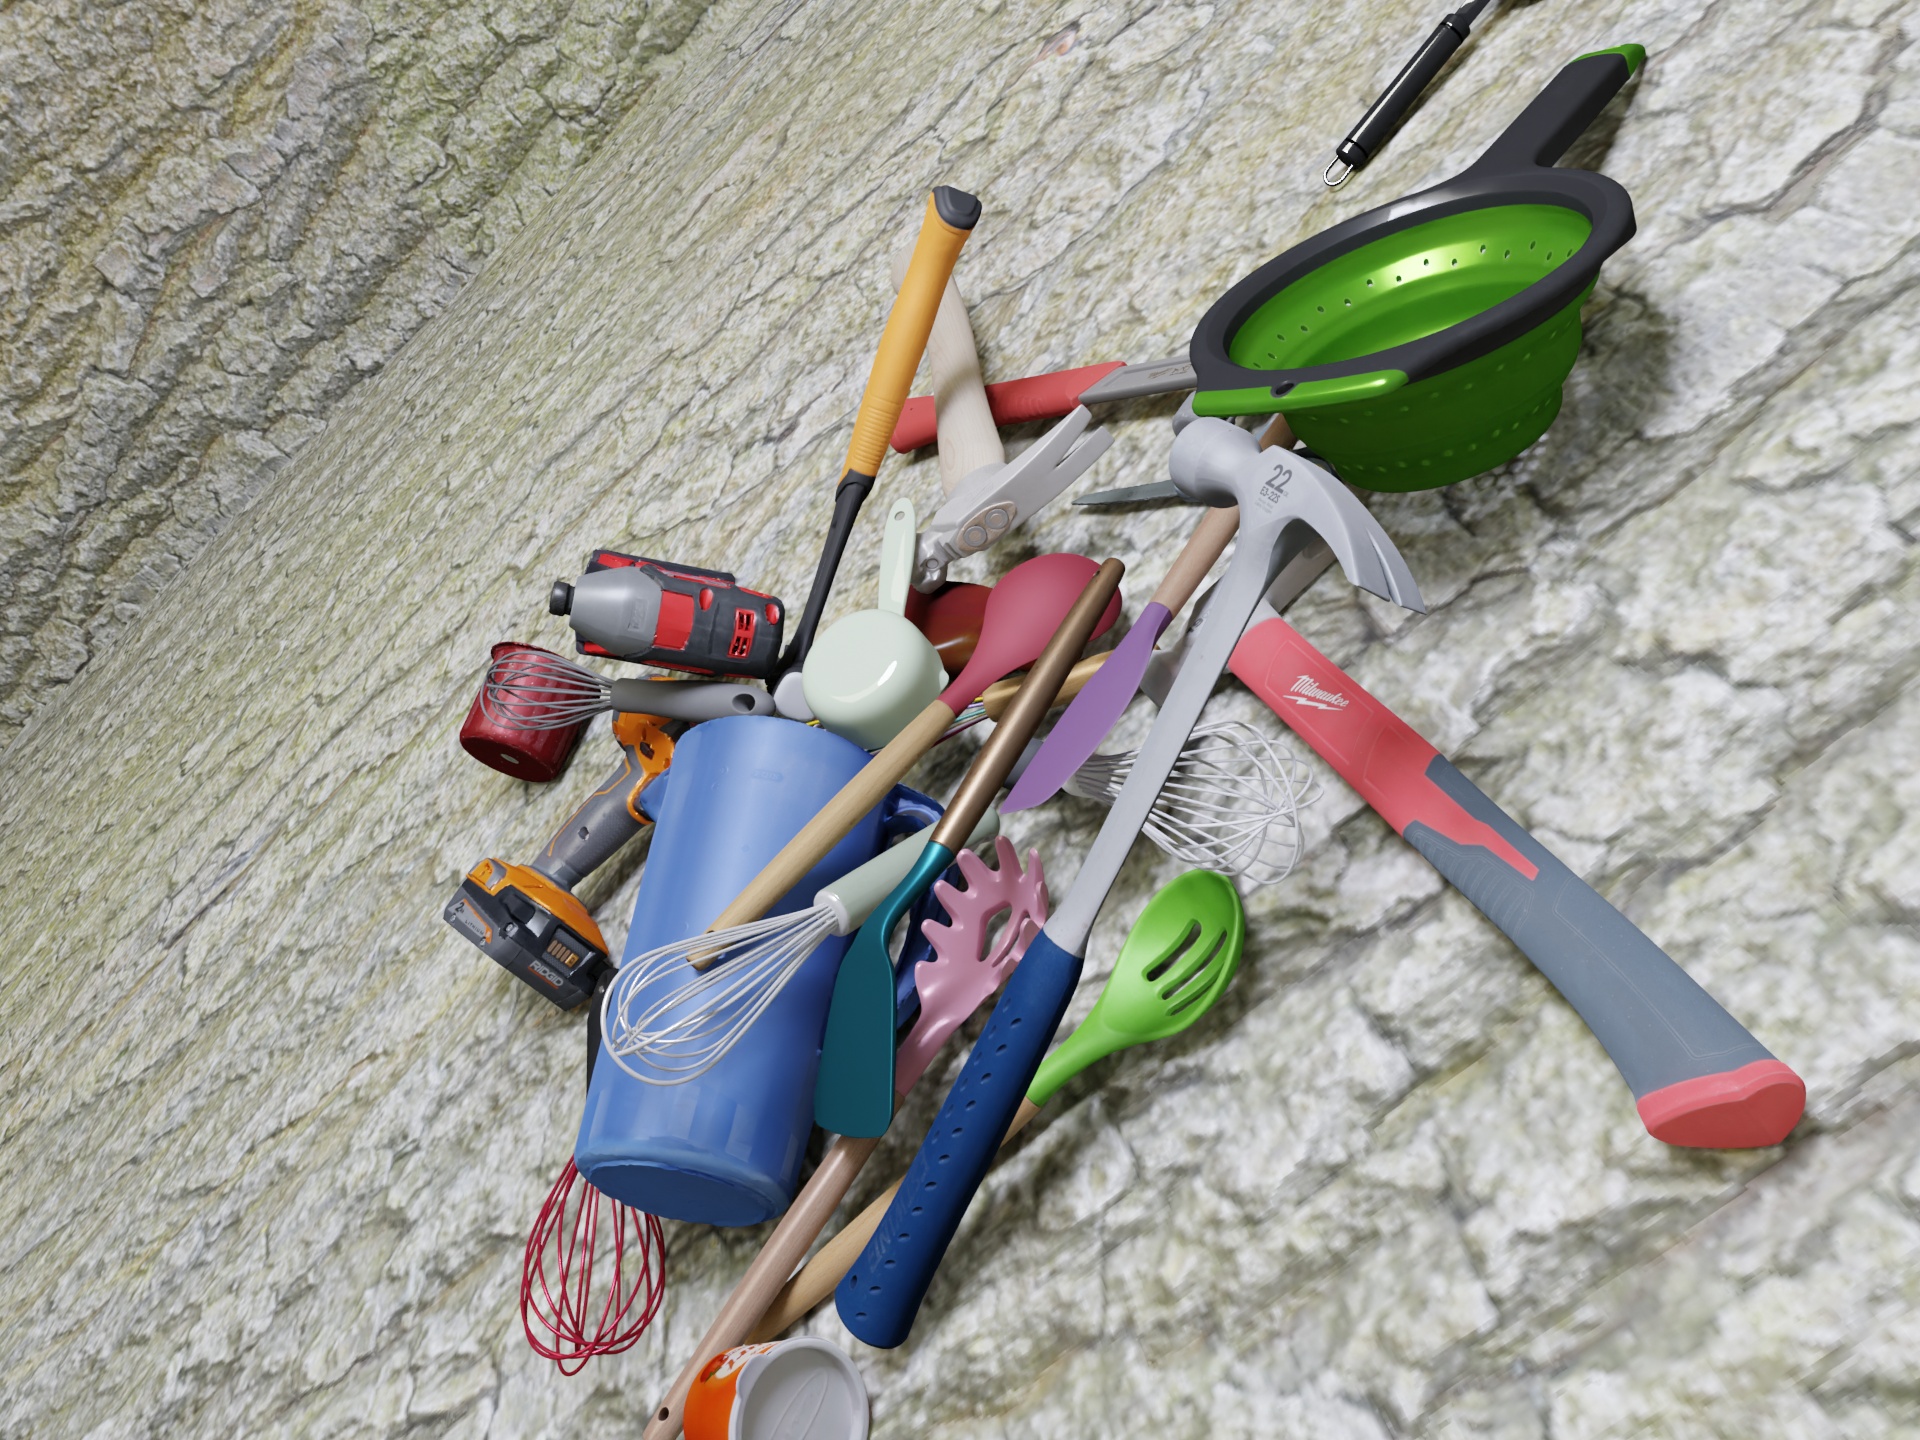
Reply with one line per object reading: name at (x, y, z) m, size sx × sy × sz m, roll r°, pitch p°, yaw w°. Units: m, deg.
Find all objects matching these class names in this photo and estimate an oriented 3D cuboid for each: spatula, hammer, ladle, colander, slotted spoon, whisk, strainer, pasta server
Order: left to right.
whisk at (-0.197, 0.232, 0.876) m, size 0.073 × 0.073 × 0.296 m, roll -40°, pitch 28°, yaw 13°
whisk at (-0.220, -0.014, 1.033) m, size 0.239 × 0.055 × 0.055 m, roll 4°, pitch 57°, yaw 29°
whisk at (-0.067, 0.097, 0.758) m, size 0.246 × 0.059 × 0.058 m, roll -29°, pitch -5°, yaw -39°
pasta server at (-0.051, 0.192, 0.743) m, size 0.060 × 0.040 × 0.316 m, roll 19°, pitch 66°, yaw 41°
hammer at (-0.060, -0.171, 1.009) m, size 0.127 × 0.034 × 0.336 m, roll -120°, pitch 48°, yaw -67°
ladle at (-0.026, 0.012, 0.814) m, size 0.069 × 0.031 × 0.315 m, roll 32°, pitch 64°, yaw 28°
whisk at (0.000, -0.002, 0.888) m, size 0.245 × 0.047 × 0.051 m, roll -16°, pitch 11°, yaw 24°
hammer at (0.003, -0.245, 1.075) m, size 0.146 × 0.038 × 0.411 m, roll -36°, pitch 34°, yaw 20°
spatula at (0.011, 0.048, 0.763) m, size 0.318 × 0.044 × 0.082 m, roll -58°, pitch 18°, yaw -23°
slotted spoon at (0.013, 0.182, 0.713) m, size 0.313 × 0.031 × 0.070 m, roll -43°, pitch 33°, yaw 10°
hammer at (0.071, -0.222, 1.045) m, size 0.359 × 0.036 × 0.149 m, roll 4°, pitch 52°, yaw 52°
hammer at (0.048, 0.082, 0.638) m, size 0.405 × 0.035 × 0.144 m, roll -65°, pitch 31°, yaw 13°
whisk at (0.074, 0.027, 0.748) m, size 0.070 × 0.070 × 0.285 m, roll -55°, pitch 21°, yaw -11°
spatula at (0.112, -0.071, 0.788) m, size 0.316 × 0.018 × 0.060 m, roll -54°, pitch 17°, yaw -29°
hammer at (0.202, 0.022, 0.650) m, size 0.143 × 0.038 × 0.387 m, roll -42°, pitch 33°, yaw 6°
strainer at (0.313, -0.439, 0.995) m, size 0.087 × 0.050 × 0.258 m, roll 41°, pitch 96°, yaw 14°
colander at (0.268, -0.224, 0.800) m, size 0.205 × 0.094 × 0.397 m, roll 4°, pitch 41°, yaw 45°

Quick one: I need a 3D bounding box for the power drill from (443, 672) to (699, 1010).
power drill at (-0.224, 0.073, 1.049) m, size 0.164 × 0.084 × 0.226 m, roll 15°, pitch 64°, yaw 53°

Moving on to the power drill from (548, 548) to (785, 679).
power drill at (-0.202, -0.070, 1.063) m, size 0.220 × 0.143 × 0.078 m, roll -160°, pitch 80°, yaw -75°

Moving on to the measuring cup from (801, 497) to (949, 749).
measuring cup at (-0.047, -0.065, 0.894) m, size 0.083 × 0.038 × 0.168 m, roll -8°, pitch 59°, yaw 23°
